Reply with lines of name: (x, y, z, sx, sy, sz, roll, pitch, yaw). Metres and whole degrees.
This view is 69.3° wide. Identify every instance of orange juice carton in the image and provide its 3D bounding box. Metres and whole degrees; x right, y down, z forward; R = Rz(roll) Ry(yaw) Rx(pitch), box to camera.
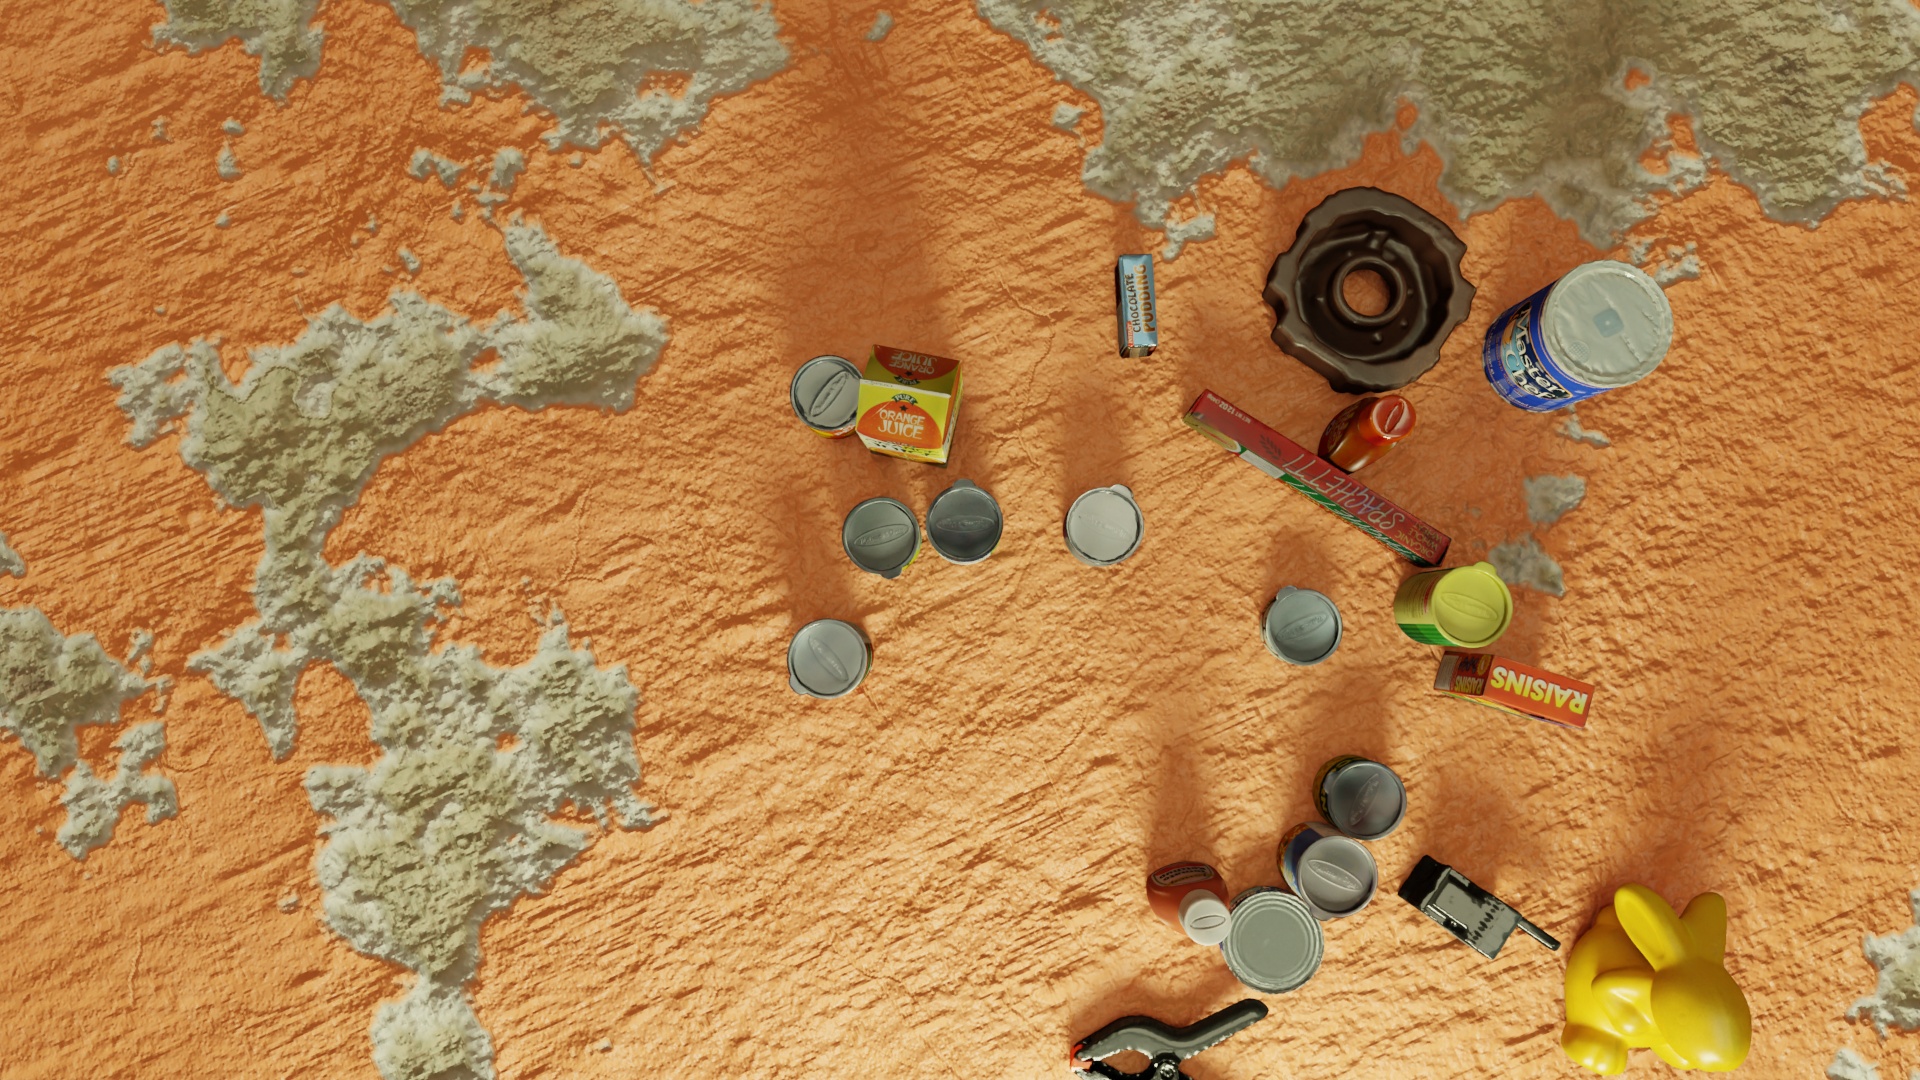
orange juice carton: (-0.040, -0.110, 1.142, 0.072, 0.192, 0.073, 12, 87, 2)

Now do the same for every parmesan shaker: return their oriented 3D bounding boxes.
parmesan shaker: (0.413, 0.054, 1.168, 0.071, 0.103, 0.071, 0, 86, 1)

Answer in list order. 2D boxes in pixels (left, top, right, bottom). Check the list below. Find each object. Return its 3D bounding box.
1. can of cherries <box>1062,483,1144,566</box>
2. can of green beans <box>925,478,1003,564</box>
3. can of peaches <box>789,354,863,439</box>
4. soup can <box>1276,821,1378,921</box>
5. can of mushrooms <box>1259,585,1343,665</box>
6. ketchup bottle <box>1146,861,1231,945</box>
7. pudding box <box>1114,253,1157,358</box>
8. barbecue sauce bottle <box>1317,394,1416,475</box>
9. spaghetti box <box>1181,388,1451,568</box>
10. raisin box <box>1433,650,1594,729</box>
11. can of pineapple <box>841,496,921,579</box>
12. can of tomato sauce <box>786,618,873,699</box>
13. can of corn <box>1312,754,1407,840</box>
can of cherries: (0.124, -0.013, 1.200, 0.071, 0.058, 0.071, 0, 86, 1)
can of green beans: (0.004, -0.013, 1.202, 0.071, 0.058, 0.071, 0, 86, 1)
can of peaches: (-0.110, -0.122, 1.211, 0.071, 0.058, 0.071, 0, 86, 1)
soup can: (0.304, 0.276, 1.163, 0.071, 0.083, 0.071, 0, 86, 1)
can of mushrooms: (0.293, 0.073, 1.203, 0.071, 0.033, 0.071, 0, 86, 1)
ketchup bottle: (0.190, 0.296, 1.131, 0.065, 0.148, 0.043, -11, 86, 0)
pudding box: (0.153, -0.206, 1.217, 0.030, 0.049, 0.083, -3, 86, 1)
barbecue sauce bottle: (0.340, -0.092, 1.157, 0.044, 0.148, 0.065, 30, 87, 3)
spaghetti box: (0.307, -0.052, 1.204, 0.250, 0.050, 0.028, 32, 87, 3)
raisin box: (0.456, 0.123, 1.152, 0.086, 0.123, 0.040, 18, 87, 2)
can of pineapple: (-0.067, -0.001, 1.202, 0.071, 0.058, 0.071, 0, 86, 1)
can of tomato sauce: (-0.110, 0.101, 1.182, 0.071, 0.083, 0.071, 0, 86, 1)
can of corn: (0.335, 0.216, 1.180, 0.071, 0.058, 0.071, 0, 86, 1)
